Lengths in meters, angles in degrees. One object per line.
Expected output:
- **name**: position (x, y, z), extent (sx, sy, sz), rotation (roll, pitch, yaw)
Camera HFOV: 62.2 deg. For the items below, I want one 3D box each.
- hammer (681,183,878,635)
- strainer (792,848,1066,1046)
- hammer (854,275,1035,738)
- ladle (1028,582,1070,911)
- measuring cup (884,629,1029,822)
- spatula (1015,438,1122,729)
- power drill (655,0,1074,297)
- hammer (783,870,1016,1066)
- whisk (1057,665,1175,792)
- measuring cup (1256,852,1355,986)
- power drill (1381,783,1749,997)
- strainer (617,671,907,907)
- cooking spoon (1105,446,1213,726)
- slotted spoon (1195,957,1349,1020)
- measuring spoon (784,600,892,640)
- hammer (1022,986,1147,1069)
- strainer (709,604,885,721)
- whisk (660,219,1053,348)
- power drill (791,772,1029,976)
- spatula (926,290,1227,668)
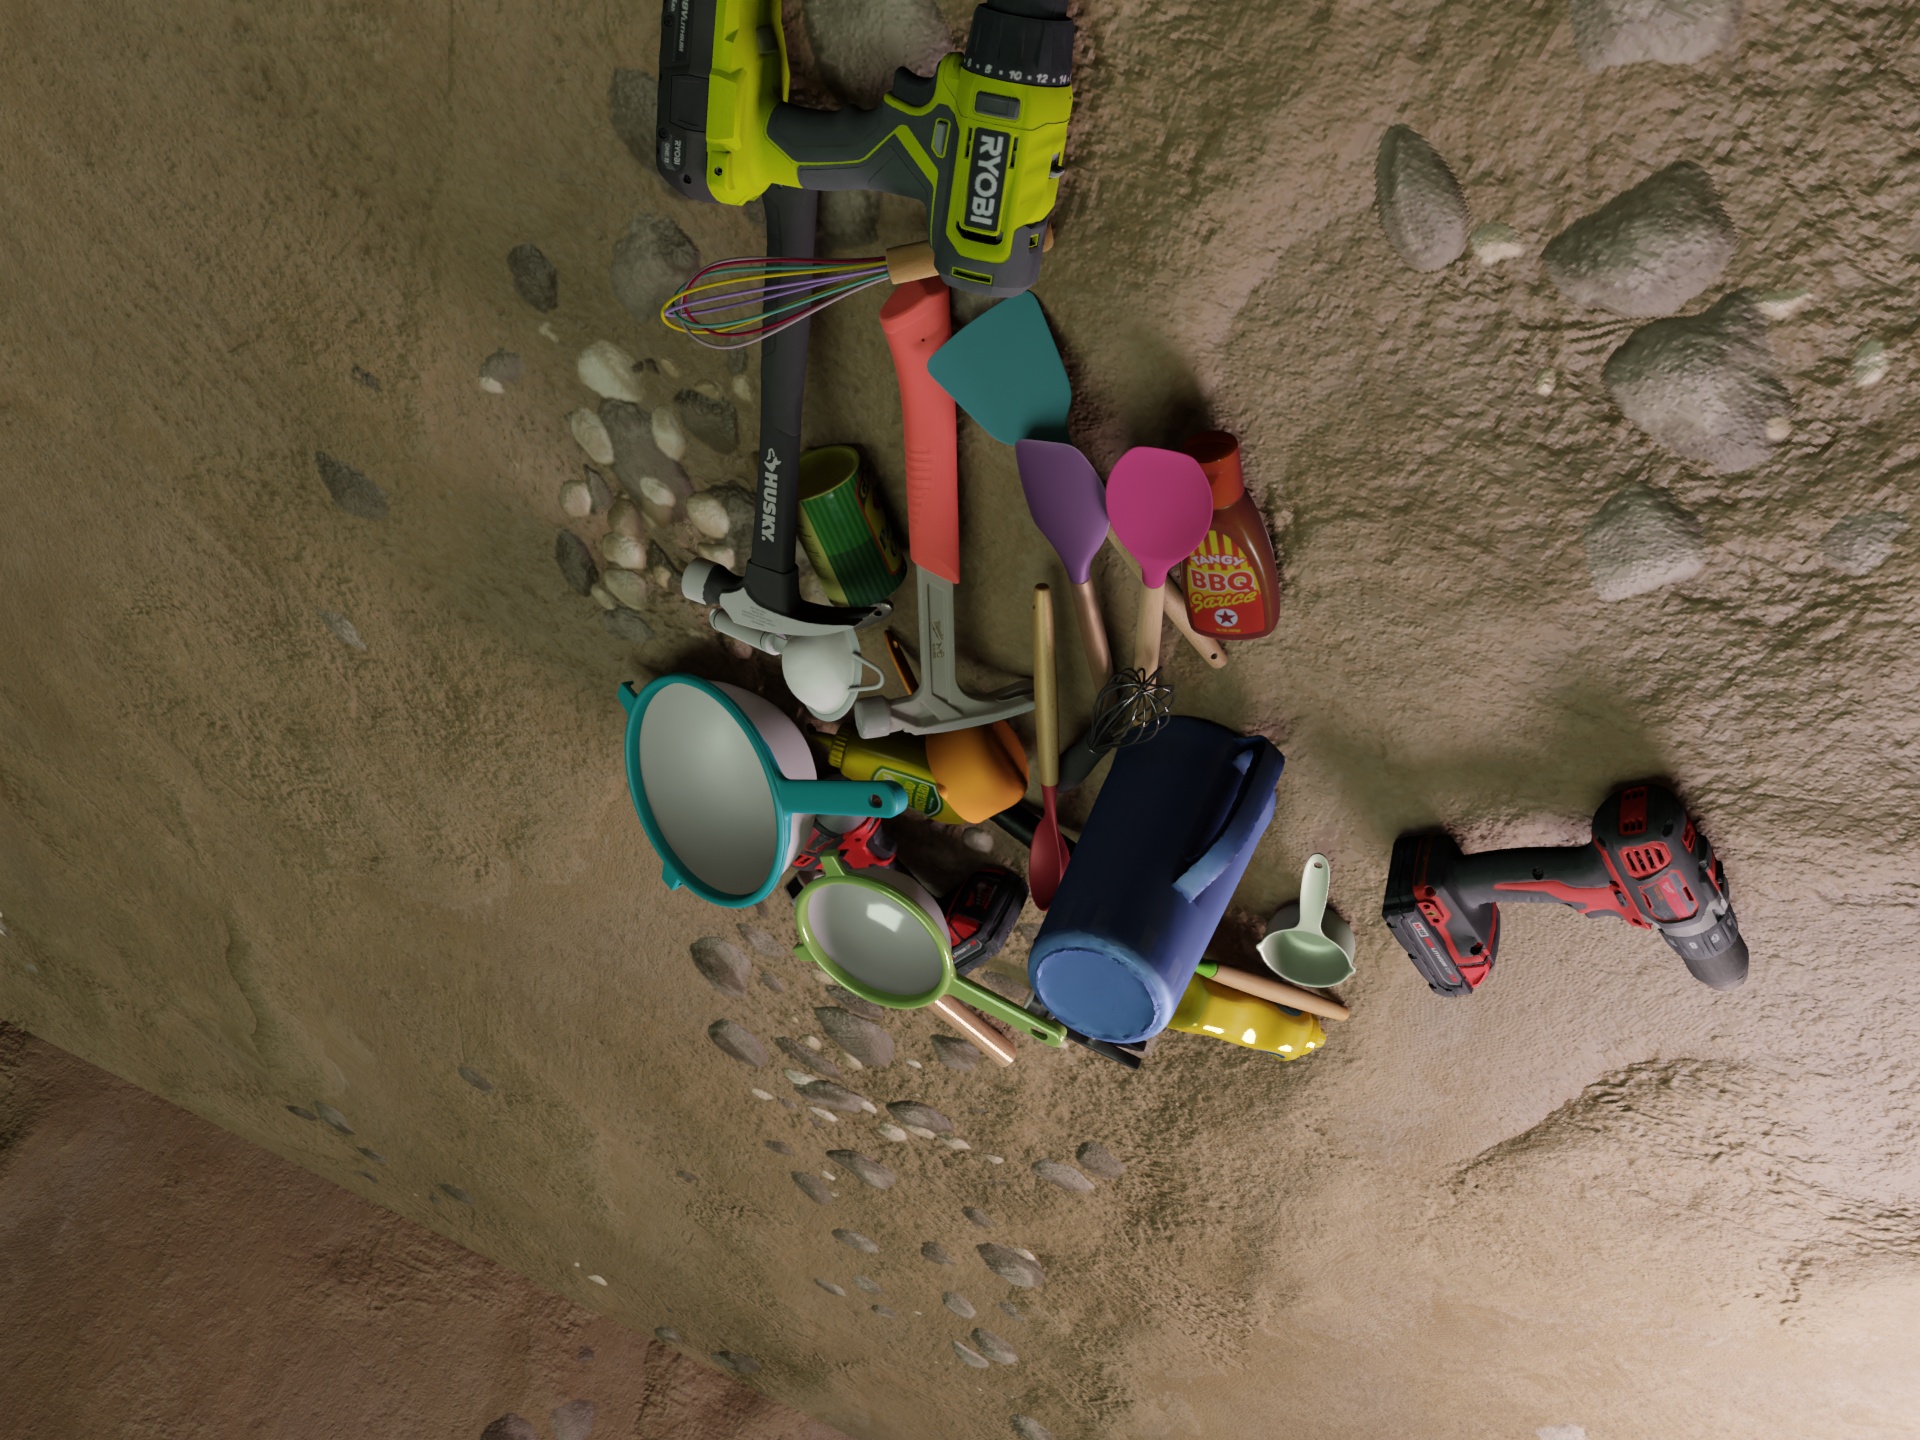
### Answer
- **hammer**: position (-0.115, -0.208, 1.059), extent (0.146, 0.035, 0.334), rotation (20, 124, 19)
- **strainer**: position (-0.017, 0.197, 1.371), extent (0.256, 0.069, 0.151), rotation (27, 134, 8)
- **hammer**: position (-0.010, -0.139, 1.121), extent (0.149, 0.037, 0.358), rotation (-11, 130, -12)
- **ladle**: position (0.067, 0.026, 1.233), extent (0.031, 0.069, 0.315), rotation (-13, 129, -10)
- **measuring cup**: position (-0.002, -0.004, 1.272), extent (0.052, 0.095, 0.173), rotation (-24, 98, 23)
- **spatula**: position (0.090, -0.085, 1.120), extent (0.060, 0.018, 0.315), rotation (12, 149, 21)
- **power drill**: position (-0.048, -0.355, 0.887), extent (0.228, 0.080, 0.190), rotation (16, 121, 12)
- **hammer**: position (-0.054, 0.249, 1.562), extent (0.331, 0.031, 0.130), rotation (44, -179, -33)
- **whisk**: position (0.107, 0.013, 1.215), extent (0.055, 0.055, 0.239), rotation (29, 157, -3)
- **measuring cup**: position (0.289, 0.153, 1.301), extent (0.083, 0.038, 0.167), rotation (12, 136, 17)
- **power drill**: position (0.449, 0.142, 1.172), extent (0.227, 0.080, 0.187), rotation (-17, 124, 37)
- **strainer**: position (-0.146, 0.050, 1.343), extent (0.340, 0.095, 0.211), rotation (0, 106, 43)
- **cooking spoon**: position (0.131, -0.082, 1.096), extent (0.069, 0.017, 0.318), rotation (13, 150, 11)
- **slotted spoon**: position (0.223, 0.209, 1.316), extent (0.313, 0.070, 0.031), rotation (23, 107, -36)
- **measuring spoon**: position (-0.102, -0.073, 1.284), extent (0.124, 0.018, 0.034), rotation (-17, 124, 39)
- **hammer**: position (0.163, 0.211, 1.434), extent (0.127, 0.034, 0.336), rotation (27, 141, 1)
- **strainer**: position (-0.143, -0.058, 1.231), extent (0.259, 0.050, 0.087), rotation (23, 110, 55)
- **whisk**: position (-0.064, -0.272, 0.973), extent (0.245, 0.051, 0.047), rotation (-11, 135, 5)
- **power drill**: position (-0.055, 0.132, 1.441), extent (0.219, 0.079, 0.143), rotation (37, 139, -8)
- **spatula**: position (0.100, -0.144, 1.080), extent (0.082, 0.044, 0.317), rotation (-35, 125, 11)
